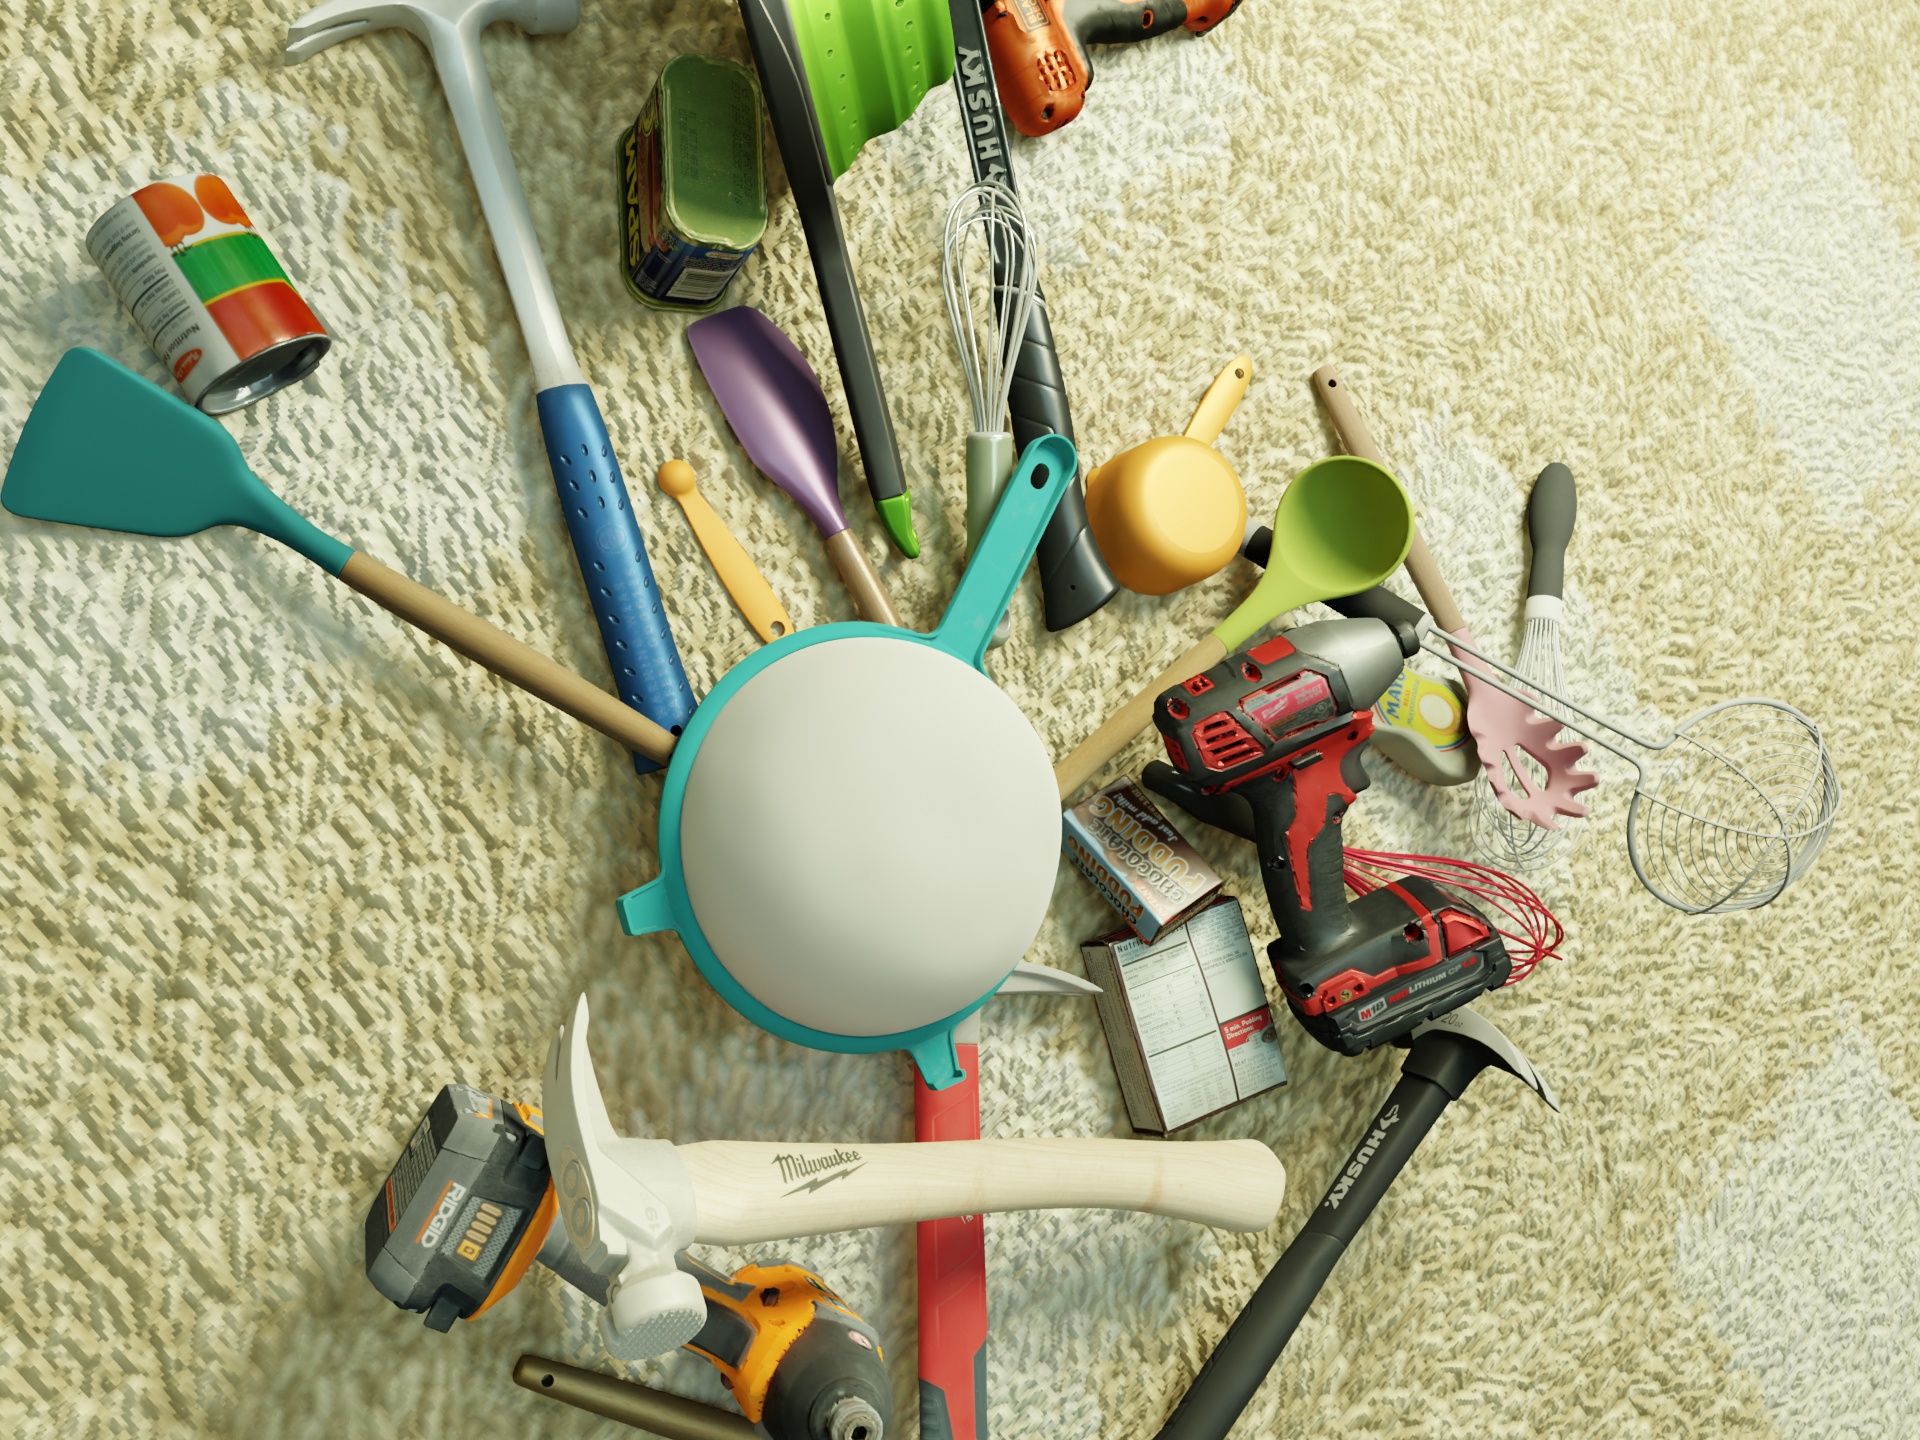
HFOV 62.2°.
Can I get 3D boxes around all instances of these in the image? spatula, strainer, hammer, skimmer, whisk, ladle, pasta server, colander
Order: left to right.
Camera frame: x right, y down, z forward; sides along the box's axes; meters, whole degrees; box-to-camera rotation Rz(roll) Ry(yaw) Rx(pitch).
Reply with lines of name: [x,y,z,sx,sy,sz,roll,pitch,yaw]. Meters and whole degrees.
spatula: [-0.256,-0.052,0.715,0.317,0.044,0.082,31,105,-12]
hammer: [-0.204,-0.170,0.777,0.144,0.035,0.405,-17,90,-26]
spatula: [-0.051,-0.076,0.838,0.060,0.018,0.316,-27,90,-29]
colander: [-0.039,-0.280,0.792,0.094,0.205,0.397,-14,108,1]
strainer: [-0.001,-0.002,0.763,0.210,0.095,0.340,32,73,-21]
hammer: [0.004,0.204,0.739,0.410,0.038,0.146,12,37,-40]
hammer: [0.010,0.313,0.785,0.143,0.038,0.386,6,73,-26]
whisk: [0.014,-0.160,0.849,0.057,0.059,0.246,-10,104,-45]
hammer: [0.023,-0.251,0.872,0.149,0.036,0.409,-11,95,10]
ladle: [0.123,-0.030,0.871,0.320,0.062,0.078,-40,72,-11]
hammer: [0.191,0.293,0.858,0.035,0.146,0.335,43,76,-16]
whisk: [0.233,0.088,0.937,0.295,0.073,0.073,24,73,-15]
pasta server: [0.290,-0.080,0.965,0.060,0.040,0.316,-23,81,-4]
skimmer: [0.322,-0.018,0.920,0.363,0.090,0.127,33,99,20]
whisk: [0.371,-0.040,1.022,0.070,0.070,0.285,19,70,-22]

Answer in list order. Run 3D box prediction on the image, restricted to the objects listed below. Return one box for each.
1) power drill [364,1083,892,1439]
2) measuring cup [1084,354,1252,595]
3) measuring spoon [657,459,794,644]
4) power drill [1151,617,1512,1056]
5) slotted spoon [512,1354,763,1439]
power drill: [-0.133,0.245,0.682,0.226,0.164,0.084,32,76,-16]
measuring cup: [0.142,-0.154,0.926,0.095,0.052,0.174,37,71,-16]
measuring spoon: [-0.118,-0.084,0.818,0.021,0.011,0.117,-36,99,-25]
power drill: [0.205,0.054,0.852,0.143,0.079,0.219,-26,105,-2]
slotted spoon: [-0.068,0.359,0.773,0.313,0.031,0.070,26,73,-18]
